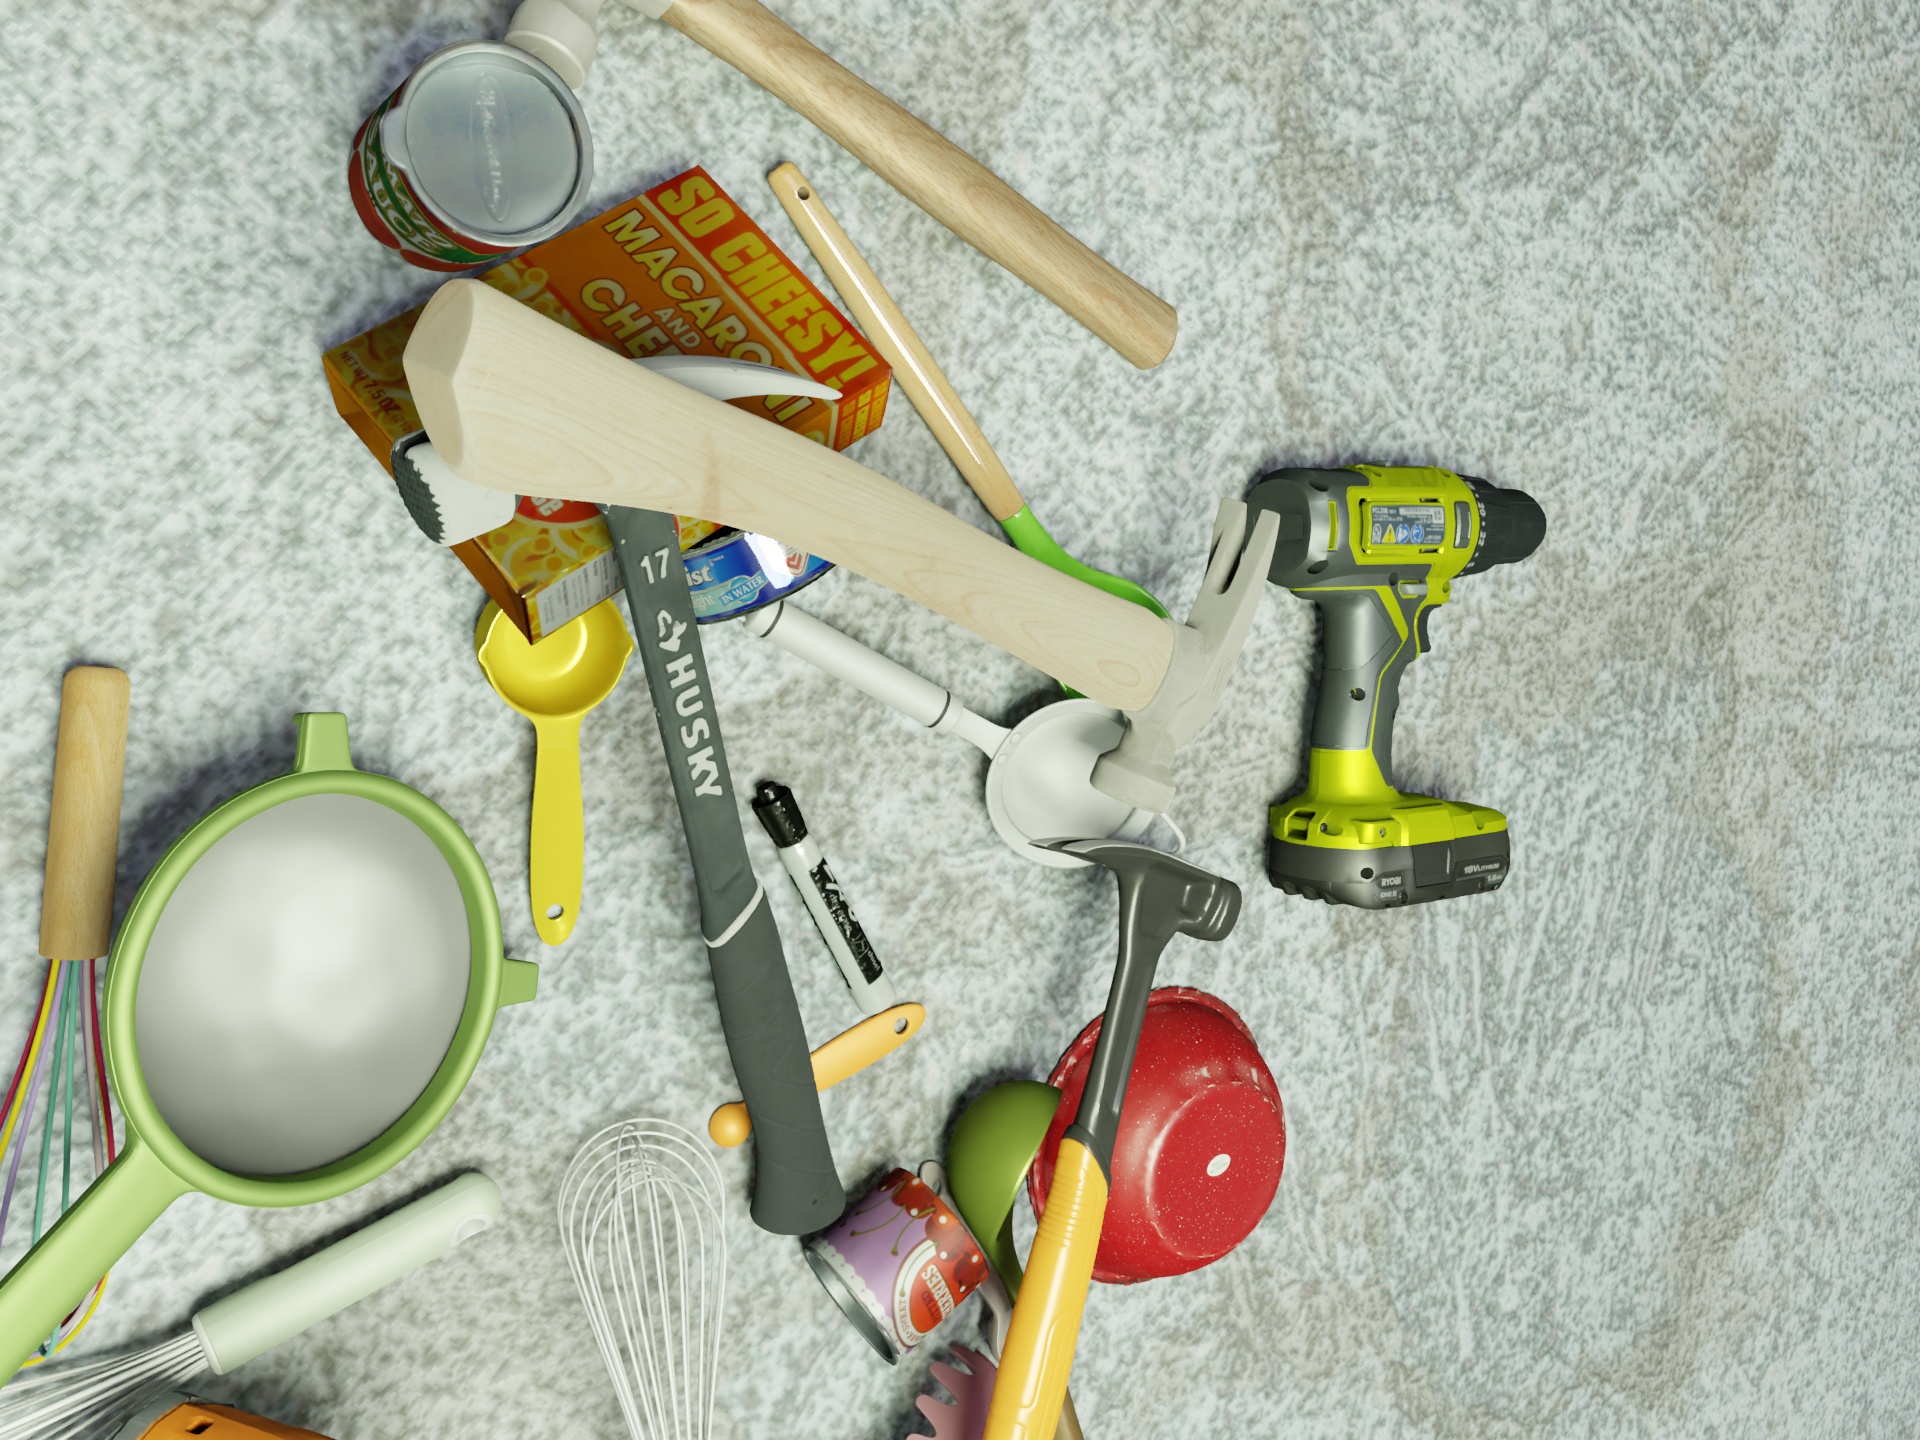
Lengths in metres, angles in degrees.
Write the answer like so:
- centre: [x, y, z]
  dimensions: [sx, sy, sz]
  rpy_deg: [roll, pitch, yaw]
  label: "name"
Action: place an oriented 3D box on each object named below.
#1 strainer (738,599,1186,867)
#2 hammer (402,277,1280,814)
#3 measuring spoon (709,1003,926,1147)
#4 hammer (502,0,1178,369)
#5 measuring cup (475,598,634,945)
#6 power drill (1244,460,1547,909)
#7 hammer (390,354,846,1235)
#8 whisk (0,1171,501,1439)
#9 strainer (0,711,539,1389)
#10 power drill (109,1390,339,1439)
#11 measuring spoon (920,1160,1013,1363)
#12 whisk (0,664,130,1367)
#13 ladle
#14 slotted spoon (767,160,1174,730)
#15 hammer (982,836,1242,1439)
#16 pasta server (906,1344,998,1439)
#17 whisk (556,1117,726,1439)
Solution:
- centre: [-0.001, -0.002, 0.728]
  dimensions: [0.258, 0.050, 0.087]
  rpy_deg: [29, 103, -26]
  label: "strainer"
- centre: [-0.009, -0.069, 0.574]
  dimensions: [0.410, 0.038, 0.146]
  rpy_deg: [19, 95, -51]
  label: "hammer"
- centre: [-0.062, 0.161, 0.728]
  dimensions: [0.117, 0.011, 0.021]
  rpy_deg: [-27, 110, -26]
  label: "measuring spoon"
- centre: [-0.025, -0.245, 0.676]
  dimensions: [0.331, 0.031, 0.130]
  rpy_deg: [25, 71, -35]
  label: "hammer"
- centre: [-0.167, 0.016, 0.642]
  dimensions: [0.062, 0.029, 0.156]
  rpy_deg: [-6, 112, -31]
  label: "measuring cup"
- centre: [0.241, -0.024, 0.855]
  dimensions: [0.190, 0.080, 0.228]
  rpy_deg: [-4, 96, -31]
  label: "power drill"
- centre: [-0.088, 0.055, 0.614]
  dimensions: [0.149, 0.036, 0.408]
  rpy_deg: [-30, 130, -30]
  label: "hammer"
- centre: [-0.285, 0.233, 0.584]
  dimensions: [0.246, 0.059, 0.057]
  rpy_deg: [-24, 146, -31]
  label: "whisk"
- centre: [-0.267, 0.126, 0.536]
  dimensions: [0.256, 0.069, 0.151]
  rpy_deg: [-55, 134, -35]
  label: "strainer"
- centre: [-0.208, 0.348, 0.555]
  dimensions: [0.084, 0.164, 0.226]
  rpy_deg: [-48, 142, -59]
  label: "power drill"
- centre: [0.005, 0.268, 0.786]
  dimensions: [0.034, 0.018, 0.124]
  rpy_deg: [-39, 110, -42]
  label: "measuring spoon"
- centre: [-0.311, 0.103, 0.549]
  dimensions: [0.047, 0.051, 0.245]
  rpy_deg: [5, 91, -27]
  label: "whisk"
- centre: [0.057, 0.327, 0.773]
  dimensions: [0.078, 0.062, 0.320]
  rpy_deg: [-42, 118, -72]
  label: "ladle"
- centre: [0.011, -0.118, 0.728]
  dimensions: [0.070, 0.031, 0.313]
  rpy_deg: [-46, 115, -19]
  label: "slotted spoon"
- centre: [0.046, 0.220, 0.707]
  dimensions: [0.127, 0.034, 0.337]
  rpy_deg: [22, 78, -43]
  label: "hammer"
- centre: [-0.069, 0.378, 0.675]
  dimensions: [0.316, 0.040, 0.060]
  rpy_deg: [-27, 112, -47]
  label: "pasta server"
- centre: [-0.112, 0.301, 0.627]
  dimensions: [0.070, 0.070, 0.285]
  rpy_deg: [0, 68, -32]
  label: "whisk"
